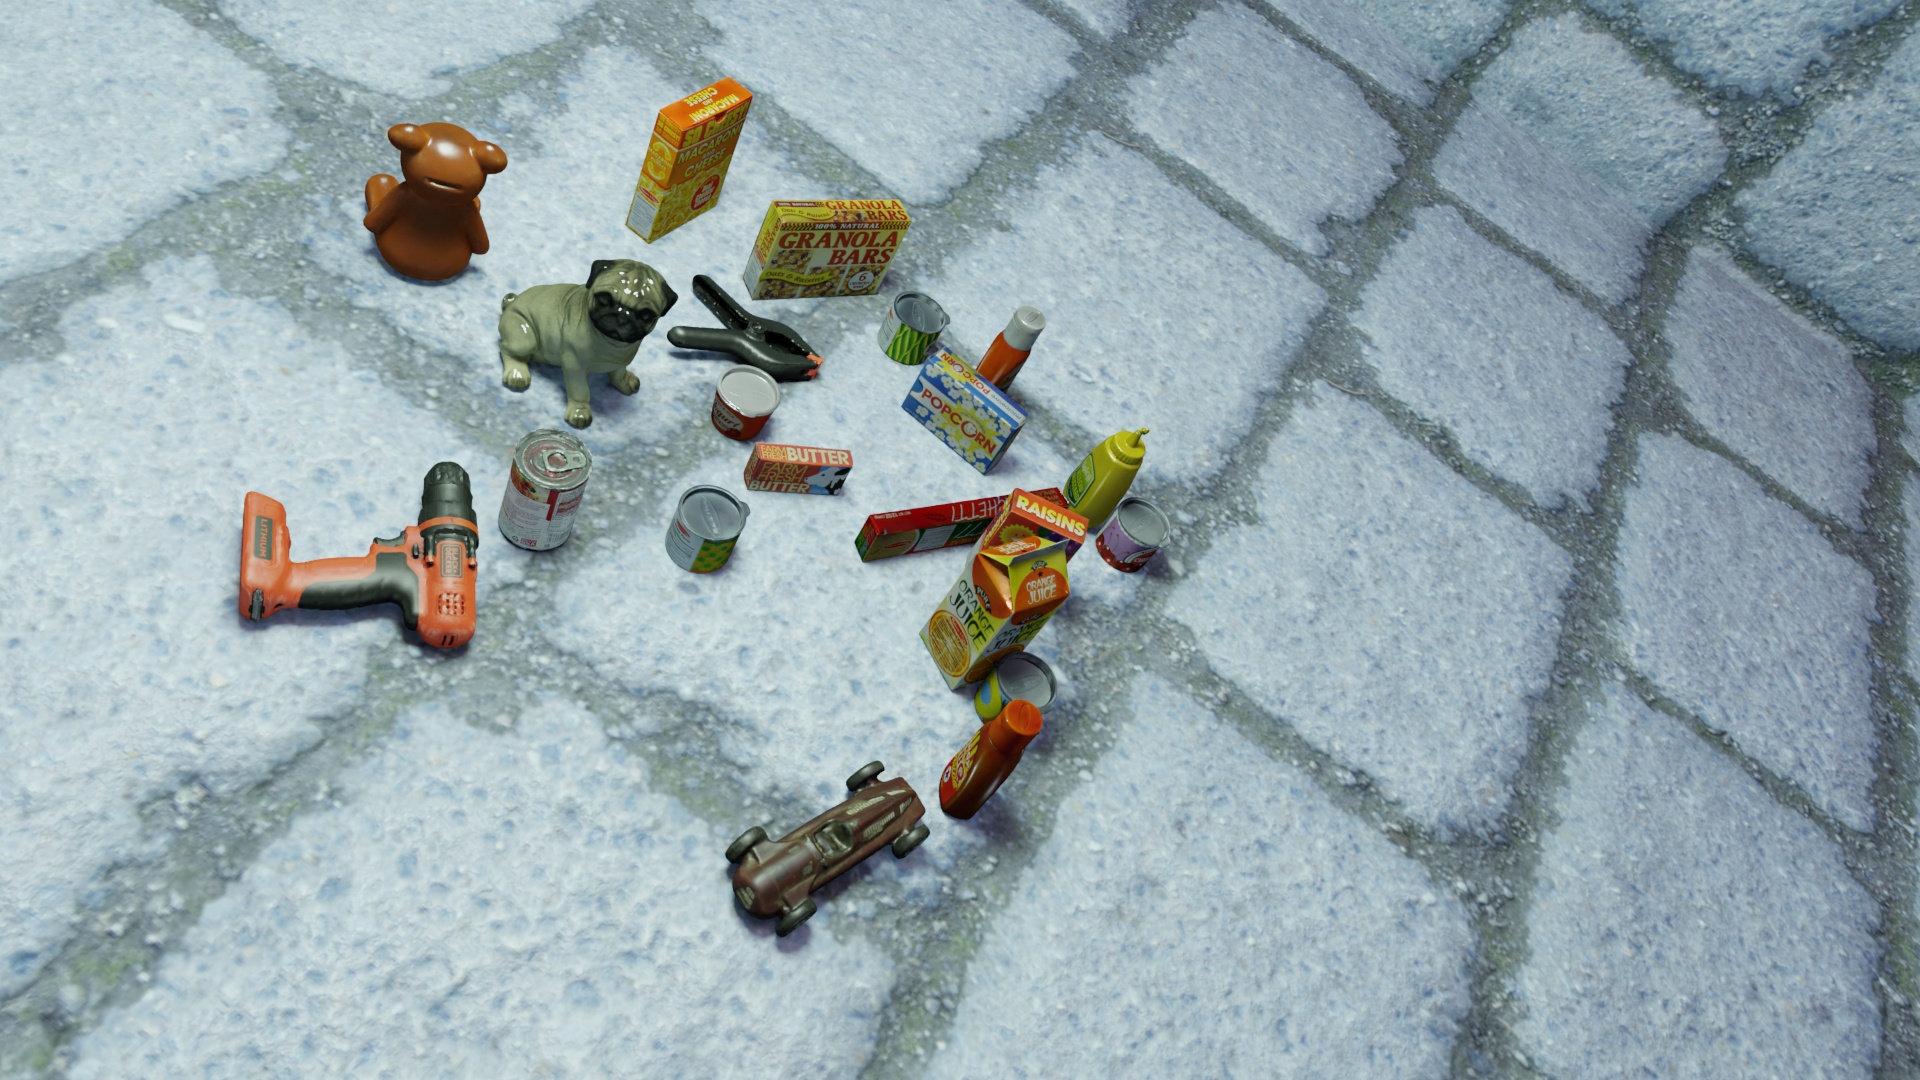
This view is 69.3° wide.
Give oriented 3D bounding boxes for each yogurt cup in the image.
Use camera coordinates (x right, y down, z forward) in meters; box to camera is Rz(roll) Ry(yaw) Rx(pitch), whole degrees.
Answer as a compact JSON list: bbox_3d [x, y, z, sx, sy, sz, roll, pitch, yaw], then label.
[{"bbox_3d":[-0.228,-0.142,1.453,0.072,0.053,0.073,15,49,-18],"label":"yogurt cup"}]

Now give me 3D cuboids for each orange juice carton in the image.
[{"bbox_3d":[0.038,0.061,1.340,0.072,0.191,0.073,-15,63,-36],"label":"orange juice carton"}]

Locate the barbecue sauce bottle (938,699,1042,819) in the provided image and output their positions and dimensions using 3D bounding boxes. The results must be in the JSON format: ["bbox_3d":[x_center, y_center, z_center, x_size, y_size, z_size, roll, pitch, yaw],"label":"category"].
[{"bbox_3d":[0.027,0.195,1.259,0.044,0.147,0.065,22,48,-12],"label":"barbecue sauce bottle"}]

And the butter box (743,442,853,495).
[{"bbox_3d":[-0.167,-0.073,1.432,0.104,0.052,0.024,4,54,-26],"label":"butter box"}]

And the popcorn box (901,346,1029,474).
[{"bbox_3d":[0.005,-0.145,1.559,0.127,0.084,0.038,40,47,5],"label":"popcorn box"}]

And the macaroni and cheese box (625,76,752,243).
[{"bbox_3d":[-0.304,-0.426,1.560,0.040,0.165,0.124,39,47,5],"label":"macaroni and cheese box"}]

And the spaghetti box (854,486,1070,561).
[{"bbox_3d":[0.005,-0.019,1.483,0.251,0.050,0.029,-10,60,-33],"label":"spaghetti box"}]

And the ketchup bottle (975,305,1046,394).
[{"bbox_3d":[0.050,-0.206,1.588,0.043,0.148,0.065,43,47,8],"label":"ketchup bottle"}]

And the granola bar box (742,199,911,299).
[{"bbox_3d":[-0.155,-0.335,1.597,0.166,0.123,0.039,-9,60,-33],"label":"granola bar box"}]

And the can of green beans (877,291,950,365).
[{"bbox_3d":[-0.057,-0.248,1.626,0.071,0.057,0.071,15,49,-18],"label":"can of green beans"}]

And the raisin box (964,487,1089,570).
[{"bbox_3d":[0.067,0.009,1.445,0.086,0.122,0.040,25,47,-9],"label":"raisin box"}]

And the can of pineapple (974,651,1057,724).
[{"bbox_3d":[0.054,0.153,1.368,0.071,0.057,0.071,15,49,-18],"label":"can of pineapple"}]

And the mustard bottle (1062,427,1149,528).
[{"bbox_3d":[0.165,-0.078,1.541,0.049,0.159,0.065,11,51,-21],"label":"mustard bottle"}]

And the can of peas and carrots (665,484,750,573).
[{"bbox_3d":[-0.244,-0.011,1.338,0.071,0.058,0.071,15,49,-18],"label":"can of peas and carrots"}]

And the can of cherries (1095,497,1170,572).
[{"bbox_3d":[0.195,-0.004,1.568,0.071,0.058,0.072,15,49,-18],"label":"can of cherries"}]
